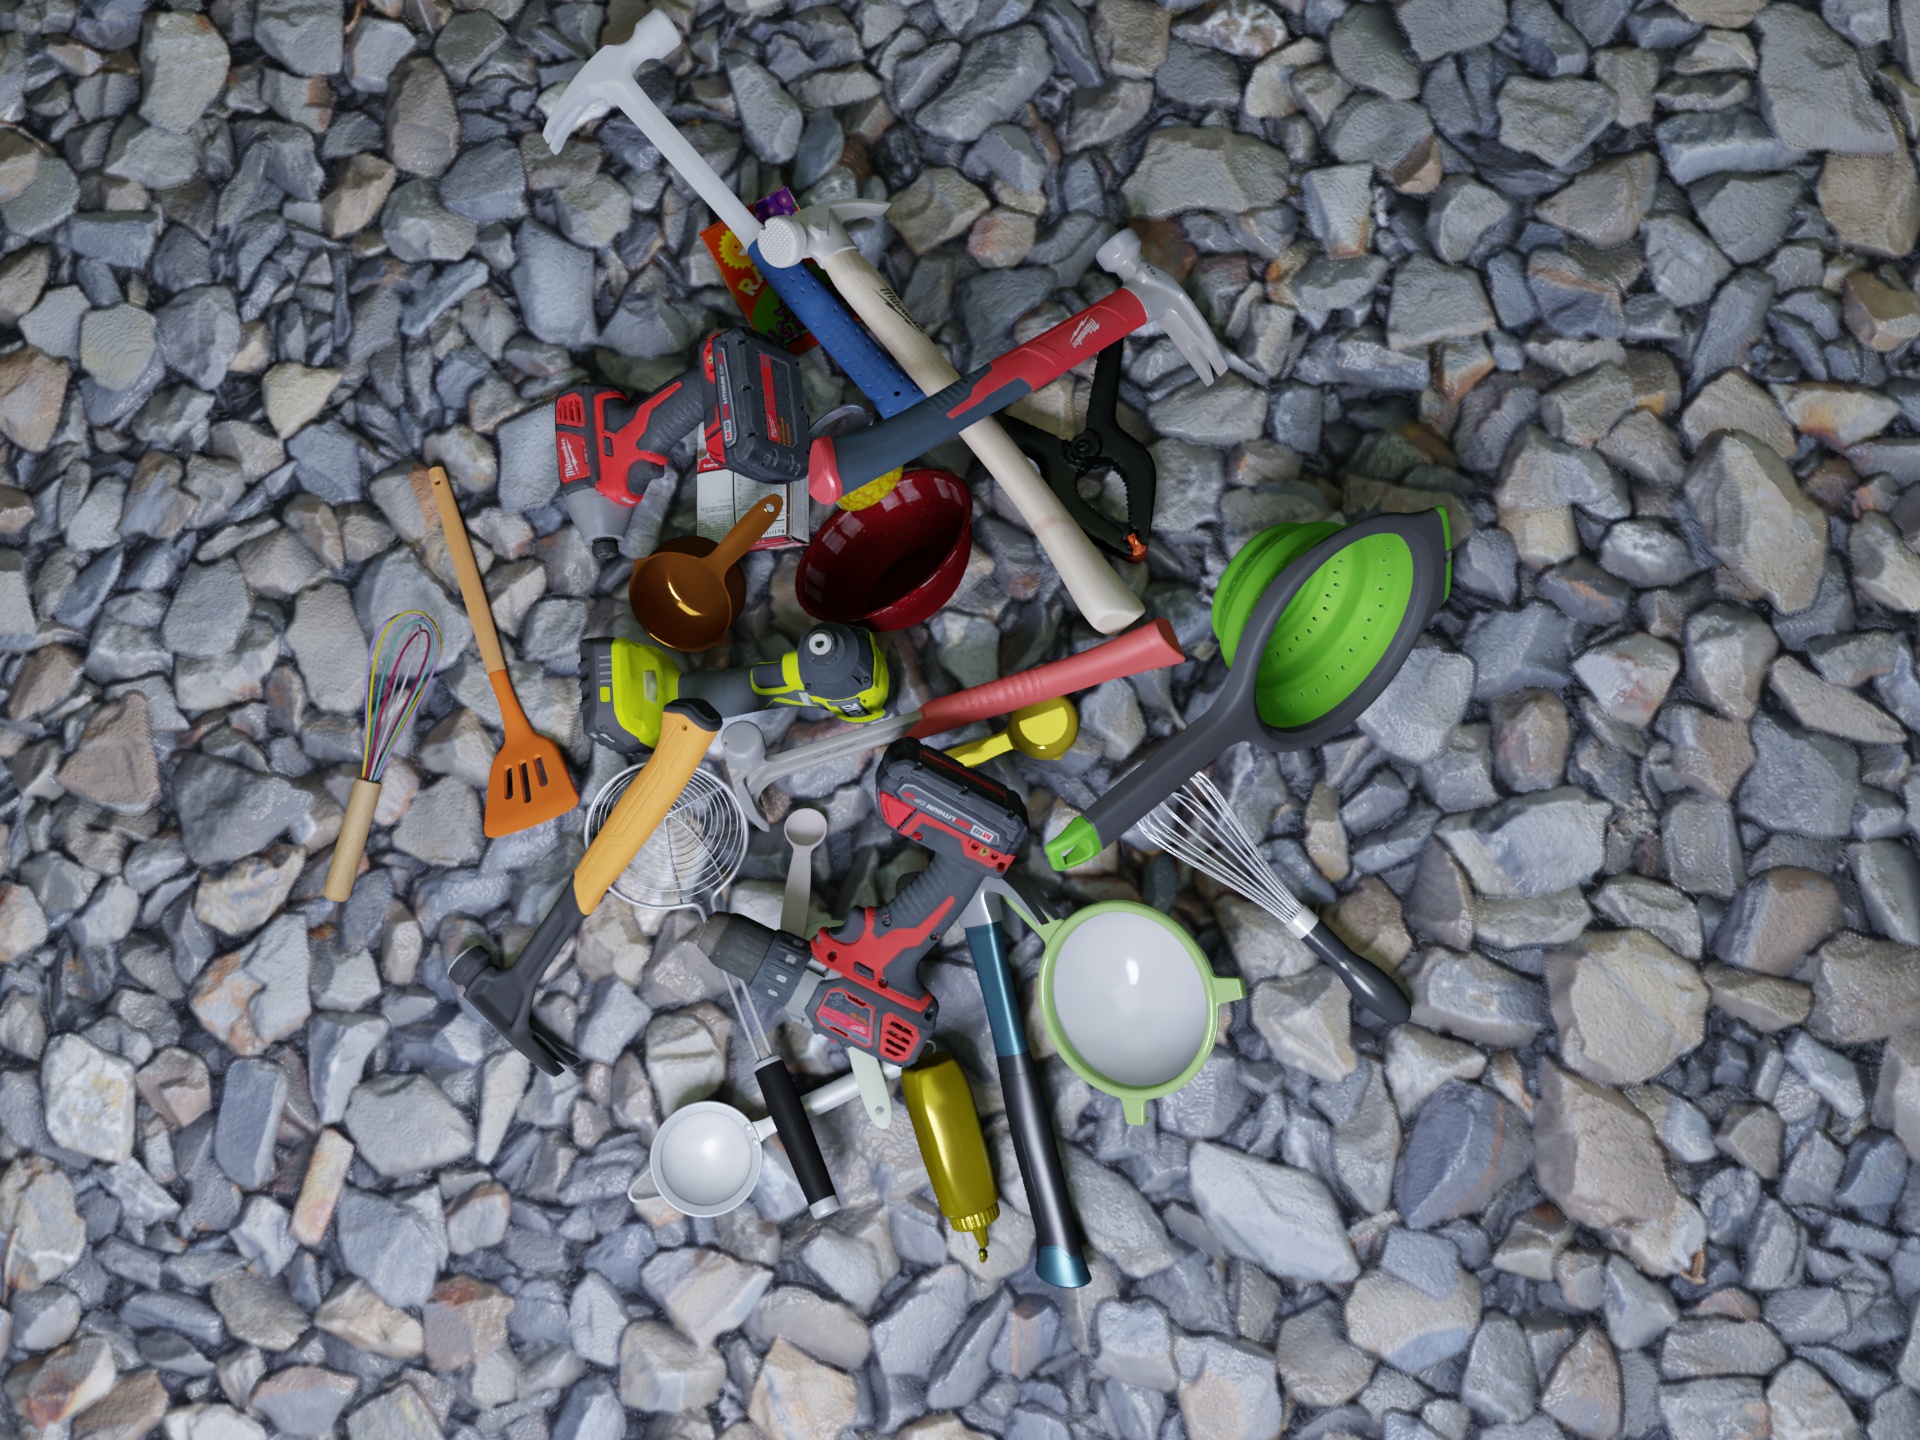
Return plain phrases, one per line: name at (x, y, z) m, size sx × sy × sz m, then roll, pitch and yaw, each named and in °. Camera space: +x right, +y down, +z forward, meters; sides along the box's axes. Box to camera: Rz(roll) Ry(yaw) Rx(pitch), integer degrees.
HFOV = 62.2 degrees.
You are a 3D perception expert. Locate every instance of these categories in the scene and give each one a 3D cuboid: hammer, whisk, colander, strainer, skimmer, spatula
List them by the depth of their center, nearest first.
colander at (0.197, -0.036, 1.195) m, size 0.397 × 0.204 × 0.095 m, roll -38°, pitch 50°, yaw -13°
hammer at (-0.270, 0.120, 1.202) m, size 0.127 × 0.034 × 0.336 m, roll 42°, pitch 114°, yaw 11°
hammer at (0.045, -0.247, 1.206) m, size 0.386 × 0.038 × 0.143 m, roll -36°, pitch 89°, yaw -31°
skimmer at (-0.177, 0.203, 1.210) m, size 0.127 × 0.090 × 0.363 m, roll -25°, pitch 72°, yaw -1°
hammer at (0.042, 0.268, 1.219) m, size 0.128 × 0.033 × 0.331 m, roll -16°, pitch 86°, yaw 33°
hammer at (-0.002, -0.004, 1.224) m, size 0.359 × 0.149 × 0.037 m, roll -17°, pitch 65°, yaw -5°
whisk at (0.240, 0.133, 1.229) m, size 0.284 × 0.070 × 0.070 m, roll 43°, pitch 87°, yaw 4°
strainer at (0.103, 0.174, 1.233) m, size 0.257 × 0.069 × 0.151 m, roll 43°, pitch 115°, yaw 25°
strainer at (-0.135, 0.310, 1.238) m, size 0.258 × 0.050 × 0.087 m, roll -25°, pitch 84°, yaw -5°
hammer at (0.012, -0.241, 1.252) m, size 0.410 × 0.146 × 0.038 m, roll 52°, pitch 129°, yaw 2°
hammer at (-0.175, -0.393, 1.296) m, size 0.144 × 0.035 × 0.405 m, roll -41°, pitch 82°, yaw -2°
whisk at (-0.473, 0.029, 1.300) m, size 0.051 × 0.047 × 0.245 m, roll 15°, pitch 88°, yaw 18°
spatula at (-0.390, -0.063, 1.305) m, size 0.081 × 0.041 × 0.323 m, roll -20°, pitch 81°, yaw 2°

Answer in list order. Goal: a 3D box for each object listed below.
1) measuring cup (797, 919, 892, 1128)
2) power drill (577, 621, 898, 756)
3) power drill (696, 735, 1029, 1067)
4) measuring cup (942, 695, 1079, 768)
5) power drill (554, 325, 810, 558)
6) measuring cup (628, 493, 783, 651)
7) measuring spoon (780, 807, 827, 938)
measuring cup at (-0.086, 0.233, 1.228) m, size 0.083 × 0.038 × 0.168 m, roll -19°, pitch 69°, yaw -4°
power drill at (-0.171, -0.030, 1.222) m, size 0.223 × 0.171 × 0.080 m, roll -7°, pitch 78°, yaw 7°
power drill at (-0.070, 0.127, 1.169) m, size 0.188 × 0.080 × 0.226 m, roll 28°, pitch 101°, yaw -5°
measuring cup at (0.021, 0.021, 1.269) m, size 0.156 × 0.029 × 0.062 m, roll -22°, pitch 81°, yaw -2°
power drill at (-0.230, -0.218, 1.264) m, size 0.220 × 0.078 × 0.143 m, roll -12°, pitch 79°, yaw 30°
measuring cup at (-0.188, -0.129, 1.258) m, size 0.095 × 0.052 × 0.173 m, roll 44°, pitch 119°, yaw -10°
measuring spoon at (-0.127, 0.129, 1.257) m, size 0.034 × 0.018 × 0.124 m, roll 4°, pitch 65°, yaw 3°
